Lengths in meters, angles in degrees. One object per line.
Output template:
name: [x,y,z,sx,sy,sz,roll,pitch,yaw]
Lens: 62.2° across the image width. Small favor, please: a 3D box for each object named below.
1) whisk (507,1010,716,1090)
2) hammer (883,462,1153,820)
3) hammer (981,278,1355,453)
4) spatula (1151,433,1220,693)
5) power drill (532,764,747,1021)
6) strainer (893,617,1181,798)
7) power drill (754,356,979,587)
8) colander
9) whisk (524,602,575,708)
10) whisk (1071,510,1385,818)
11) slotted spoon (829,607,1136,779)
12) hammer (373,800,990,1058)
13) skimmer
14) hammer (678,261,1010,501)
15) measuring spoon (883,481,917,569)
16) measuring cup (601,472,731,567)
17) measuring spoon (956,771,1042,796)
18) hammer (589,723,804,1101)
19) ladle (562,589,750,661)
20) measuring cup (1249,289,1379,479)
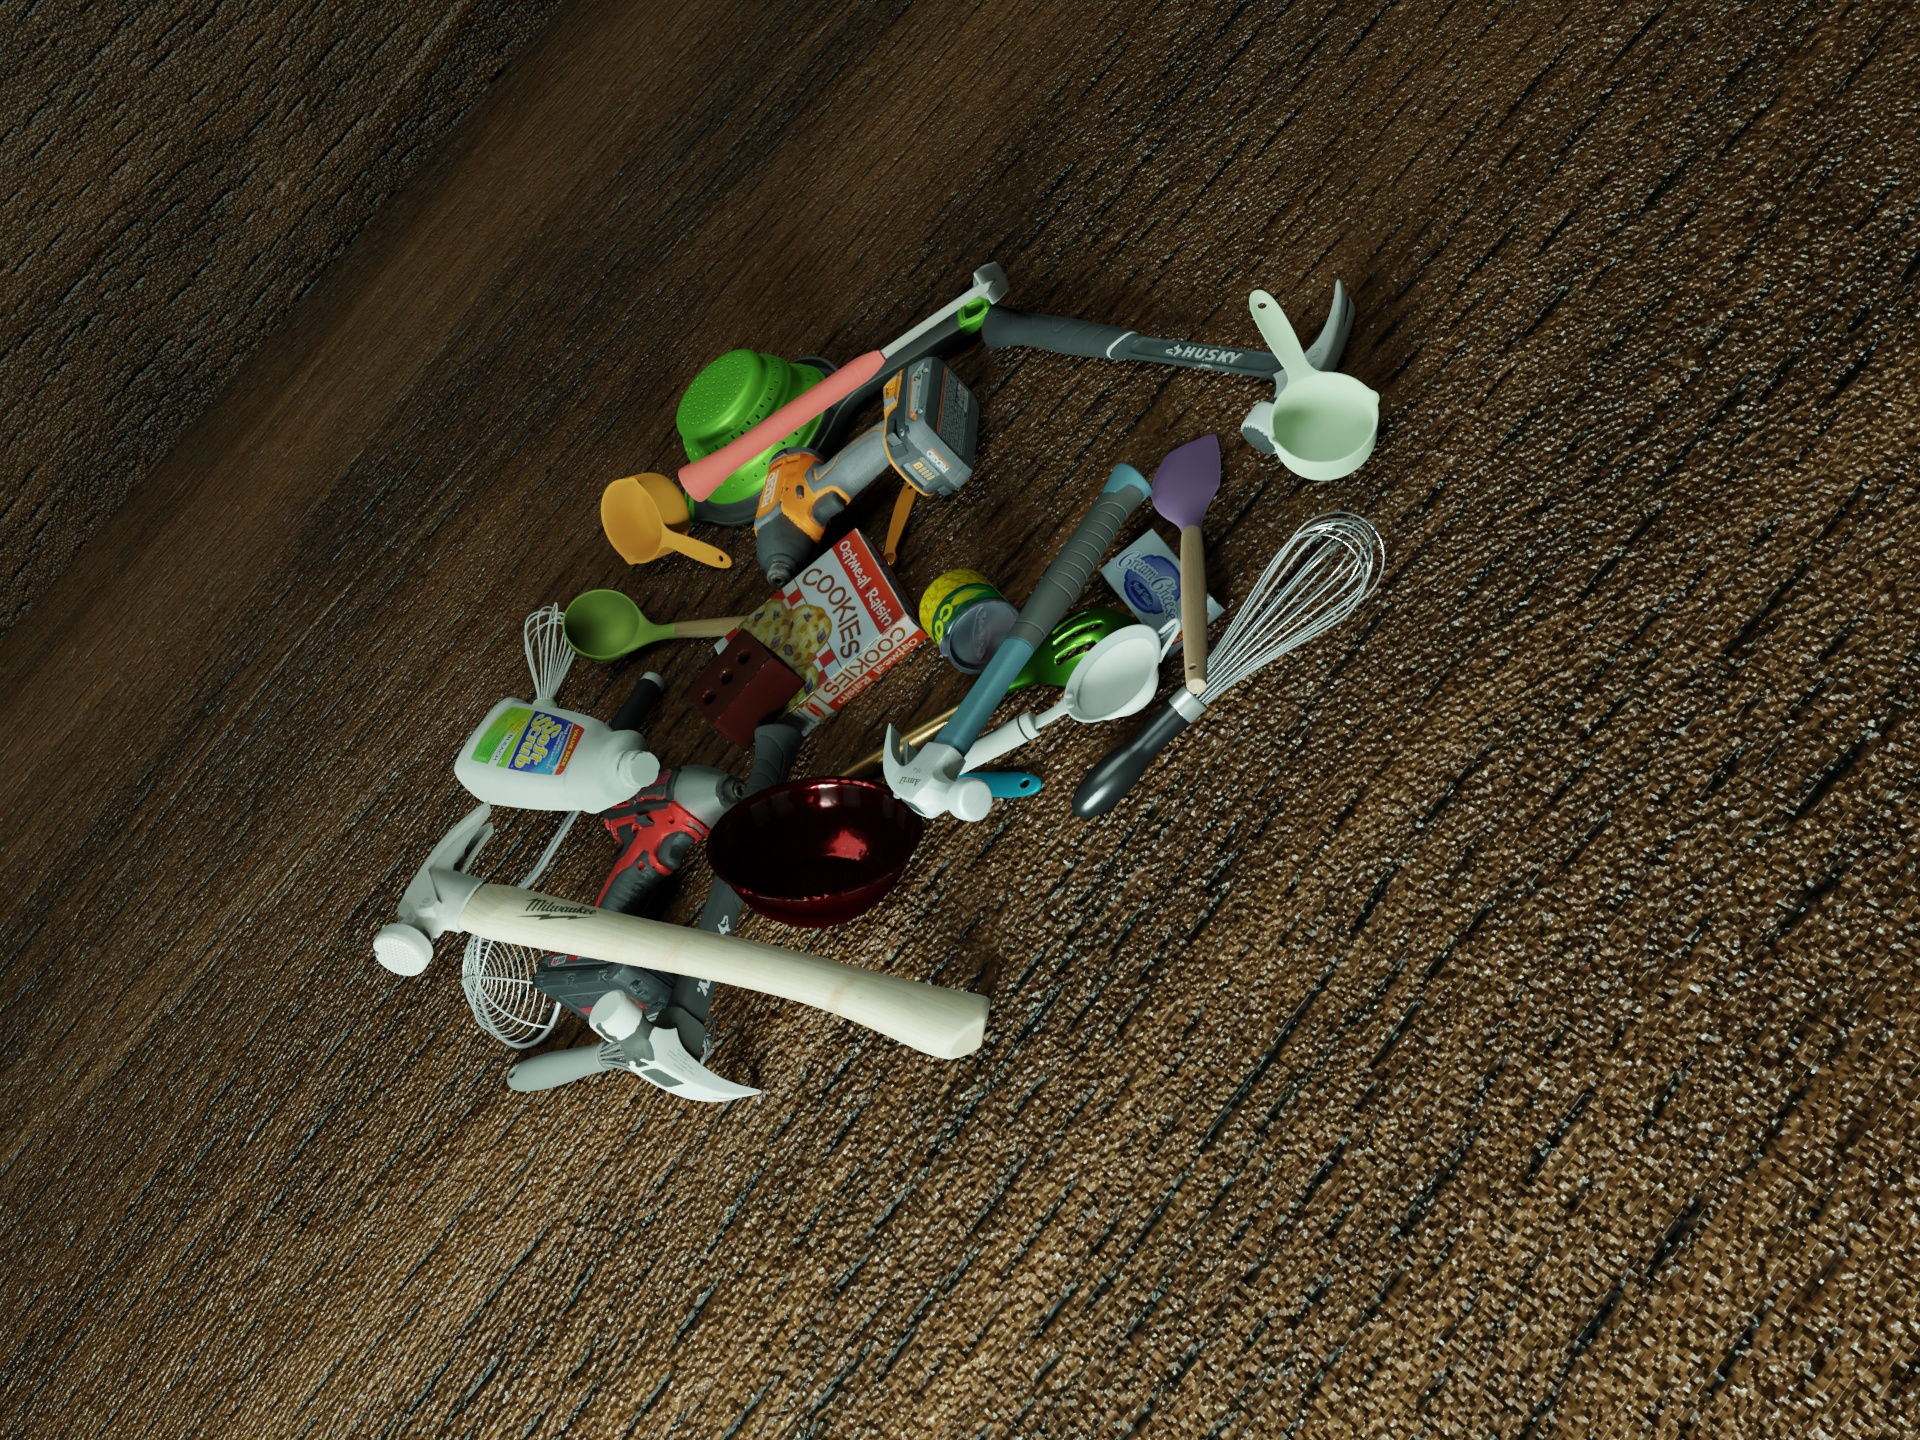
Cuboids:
whisk: [-0.280,0.267,1.253,0.239,0.055,0.055,-19,48,34]
hammer: [0.052,-0.066,1.186,0.128,0.033,0.331,6,55,52]
hammer: [0.155,-0.322,1.351,0.409,0.036,0.149,25,75,48]
spatula: [0.166,-0.121,1.152,0.060,0.018,0.316,-22,33,22]
power drill: [-0.255,0.134,1.314,0.143,0.078,0.220,-12,49,33]
strainer: [0.058,0.001,1.164,0.258,0.050,0.087,-27,35,20]
power drill: [-0.095,-0.214,1.437,0.226,0.084,0.164,-26,40,30]
colander: [-0.152,-0.337,1.571,0.397,0.094,0.205,-26,46,25]
whisk: [-0.418,-0.021,1.600,0.059,0.057,0.247,122,151,-46]
whisk: [0.179,-0.034,1.090,0.284,0.070,0.070,-46,41,9]
slotted spoon: [-0.002,-0.004,1.241,0.314,0.031,0.070,-30,46,21]
hammer: [-0.180,0.153,1.097,0.410,0.038,0.146,12,40,7]
skimmer: [-0.336,0.115,1.431,0.127,0.090,0.363,-11,42,39]
hammer: [-0.111,-0.308,1.463,0.359,0.036,0.149,-31,13,15]
measuring spoon: [-0.052,-0.179,1.436,0.021,0.011,0.117,-14,47,35]
measuring cup: [-0.284,-0.194,1.609,0.174,0.095,0.052,24,33,25]
measuring spoon: [0.007,0.043,1.198,0.129,0.021,0.042,1,60,42]
hammer: [-0.174,0.133,1.221,0.035,0.146,0.335,-18,39,31]
ladle: [-0.256,-0.094,1.507,0.320,0.062,0.078,-1,57,37]
measuring cup: [0.251,-0.248,1.174,0.083,0.038,0.168,-23,62,6]
